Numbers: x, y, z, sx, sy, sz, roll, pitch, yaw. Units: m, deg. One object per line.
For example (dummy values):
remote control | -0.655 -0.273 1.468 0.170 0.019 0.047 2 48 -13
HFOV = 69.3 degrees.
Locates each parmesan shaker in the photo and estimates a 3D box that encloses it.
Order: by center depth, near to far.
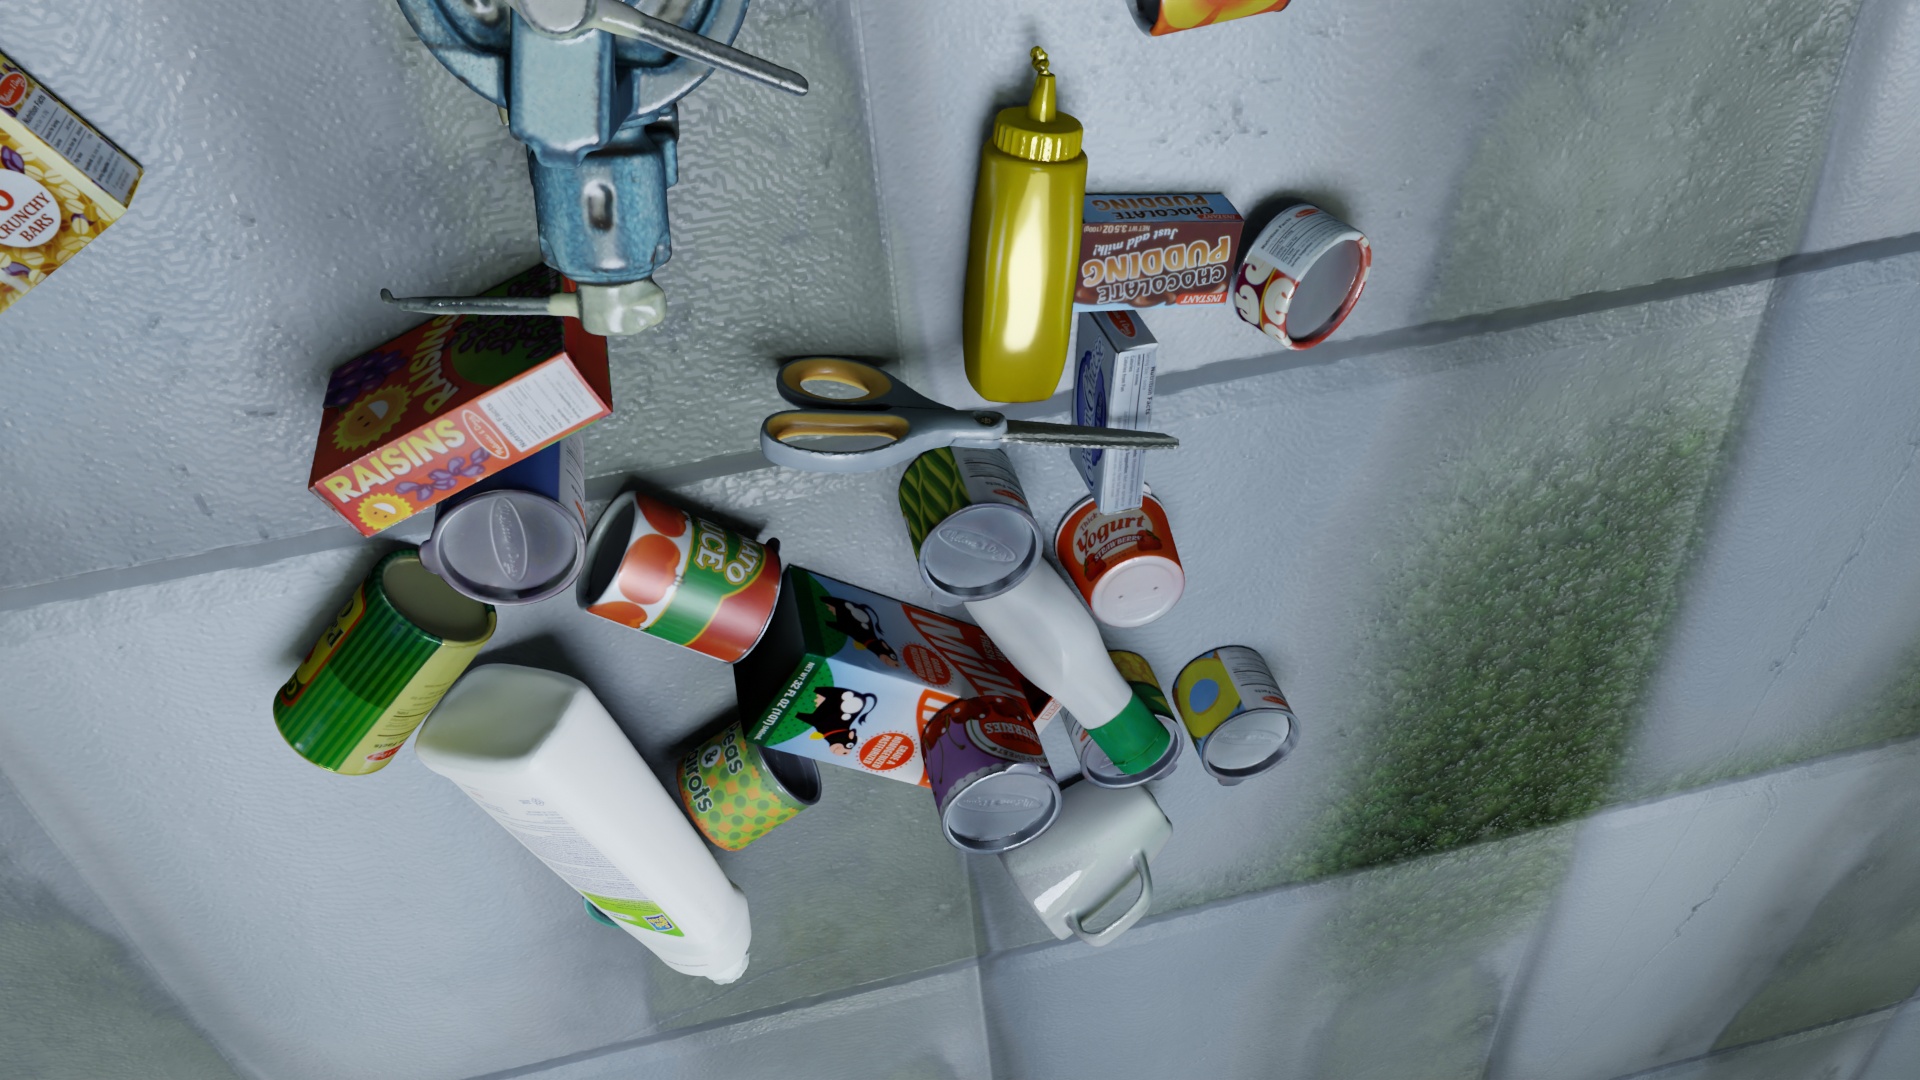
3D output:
parmesan shaker | -0.290 0.060 0.705 0.071 0.071 0.102 29 115 -34

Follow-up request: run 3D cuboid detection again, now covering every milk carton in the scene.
milk carton | -0.028 0.088 0.798 0.190 0.074 0.072 21 120 -30

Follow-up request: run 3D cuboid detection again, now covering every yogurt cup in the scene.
yogurt cup | 0.092 0.012 0.785 0.072 0.054 0.072 -8 131 -9

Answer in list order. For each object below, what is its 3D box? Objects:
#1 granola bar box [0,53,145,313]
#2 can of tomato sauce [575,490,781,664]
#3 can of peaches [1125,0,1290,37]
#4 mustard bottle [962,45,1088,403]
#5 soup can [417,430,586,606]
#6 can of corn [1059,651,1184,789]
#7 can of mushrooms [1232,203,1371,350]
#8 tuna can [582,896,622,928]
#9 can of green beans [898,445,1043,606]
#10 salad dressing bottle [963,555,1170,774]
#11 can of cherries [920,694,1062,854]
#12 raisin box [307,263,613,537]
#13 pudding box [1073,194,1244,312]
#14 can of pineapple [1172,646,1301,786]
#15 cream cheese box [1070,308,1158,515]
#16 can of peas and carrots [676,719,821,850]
granola bar box | -0.422 -0.129 0.523 0.165 0.039 0.124 -33 131 11
can of tomato sauce | -0.143 0.018 0.711 0.083 0.071 0.071 24 118 -31
can of peaches | 0.099 -0.246 0.564 0.058 0.071 0.071 -14 131 -4
mustard bottle | 0.031 -0.143 0.633 0.049 0.065 0.159 -1 125 -11
soup can | -0.211 -0.021 0.646 0.071 0.084 0.071 -8 130 -10
can of corn | 0.100 0.113 0.867 0.071 0.058 0.070 -8 130 -10
can of mushrooms | 0.170 -0.128 0.689 0.071 0.033 0.070 -29 141 -27
tuna can | -0.206 0.214 0.876 0.071 0.033 0.070 -8 130 -10
can of green beans | 0.004 -0.011 0.736 0.071 0.058 0.071 -8 130 -10
salad dressing bottle | 0.062 0.068 0.788 0.147 0.044 0.064 51 147 -13
can of cherries | 0.017 0.125 0.753 0.071 0.058 0.071 -8 129 -10
raisin box | -0.217 -0.064 0.607 0.123 0.086 0.040 -26 133 5
pudding box | 0.090 -0.139 0.674 0.084 0.030 0.049 -4 130 -14
can of pineapple | 0.174 0.112 0.889 0.071 0.058 0.070 -8 130 -10
cream cheese box | 0.078 -0.069 0.713 0.024 0.053 0.103 -9 131 -11
can of peas and carrots | -0.125 0.139 0.816 0.058 0.071 0.070 -33 130 13
